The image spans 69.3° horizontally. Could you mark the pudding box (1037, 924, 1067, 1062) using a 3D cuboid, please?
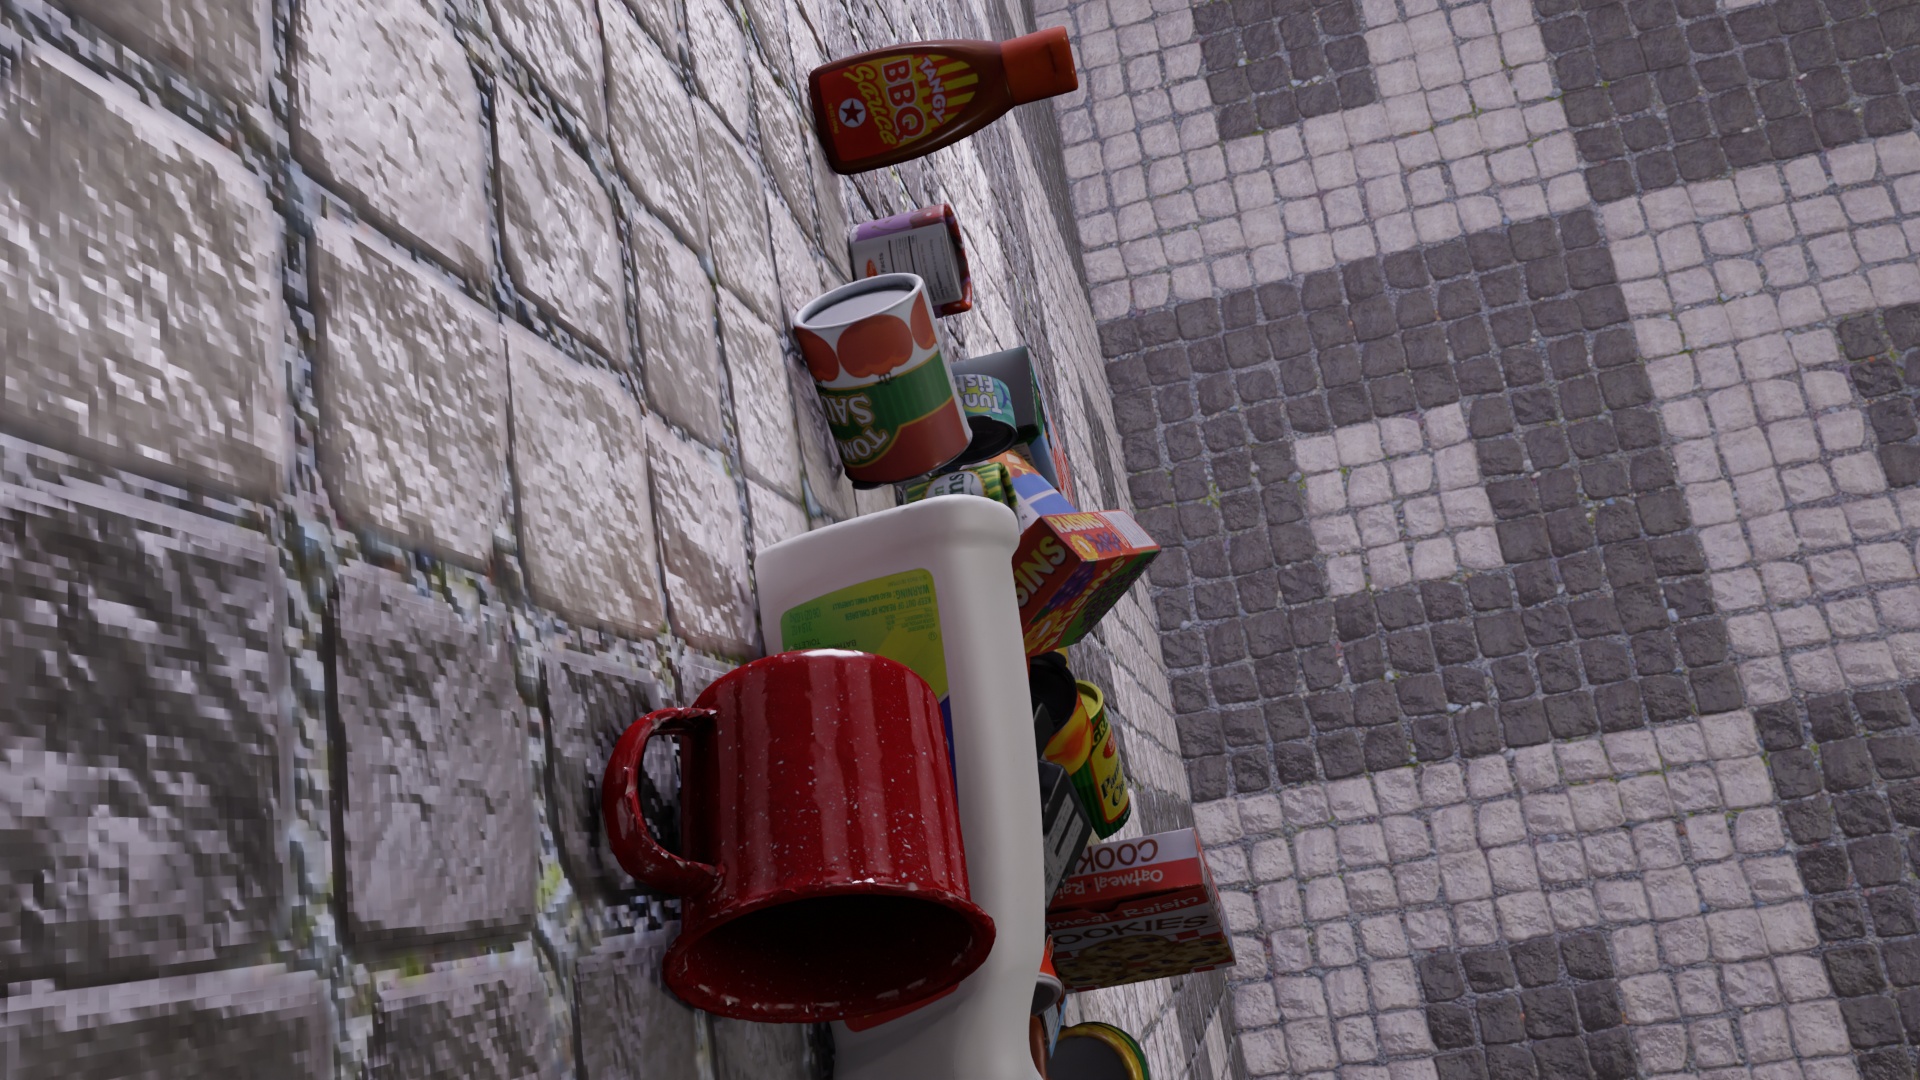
[{"bbox_3d":[0.037,0.254,0.778,0.084,0.030,0.049,-18,95,-79],"label":"pudding box"}]

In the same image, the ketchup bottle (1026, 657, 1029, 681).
[{"bbox_3d":[0.019,0.068,0.850,0.064,0.043,0.149,63,15,-19],"label":"ketchup bottle"}]

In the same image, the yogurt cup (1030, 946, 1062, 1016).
[{"bbox_3d":[0.006,0.182,0.615,0.072,0.072,0.054,63,10,-54],"label":"yogurt cup"}]

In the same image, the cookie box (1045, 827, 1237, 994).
[{"bbox_3d":[0.102,0.239,0.880,0.166,0.123,0.040,63,17,-53],"label":"cookie box"}]

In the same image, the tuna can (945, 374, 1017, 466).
[{"bbox_3d":[0.001,-0.075,0.855,0.071,0.071,0.033,51,27,-67],"label":"tuna can"}]

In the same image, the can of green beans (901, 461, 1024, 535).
[{"bbox_3d":[0.004,-0.009,0.823,0.071,0.058,0.071,-14,92,-79],"label":"can of green beans"}]

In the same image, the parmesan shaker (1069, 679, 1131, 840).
[{"bbox_3d":[0.084,0.162,1.022,0.071,0.071,0.102,-81,156,-63],"label":"parmesan shaker"}]

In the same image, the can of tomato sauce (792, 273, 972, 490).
[{"bbox_3d":[-0.039,-0.077,0.670,0.071,0.071,0.082,-82,157,-61],"label":"can of tomato sauce"}]

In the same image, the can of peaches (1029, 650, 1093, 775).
[{"bbox_3d":[0.050,0.114,0.894,0.057,0.071,0.071,66,16,-50],"label":"can of peaches"}]

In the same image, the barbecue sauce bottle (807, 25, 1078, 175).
[{"bbox_3d":[-0.009,-0.257,0.794,0.044,0.148,0.064,-59,136,-76],"label":"barbecue sauce bottle"}]

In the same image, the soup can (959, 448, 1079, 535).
[{"bbox_3d":[0.039,-0.010,0.895,0.084,0.071,0.071,48,-8,33],"label":"soup can"}]

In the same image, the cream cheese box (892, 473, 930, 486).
[{"bbox_3d":[-0.041,-0.085,0.769,0.053,0.024,0.104,37,42,-73],"label":"cream cheese box"}]

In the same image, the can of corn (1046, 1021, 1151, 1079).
[{"bbox_3d":[0.072,0.313,0.804,0.058,0.071,0.071,50,30,-68],"label":"can of corn"}]

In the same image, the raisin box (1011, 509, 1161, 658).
[{"bbox_3d":[0.058,0.025,0.810,0.040,0.086,0.123,47,22,18],"label":"raisin box"}]

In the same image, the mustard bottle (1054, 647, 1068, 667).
[{"bbox_3d":[0.051,0.091,0.981,0.161,0.049,0.065,-91,164,-44],"label":"mustard bottle"}]

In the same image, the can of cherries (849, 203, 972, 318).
[{"bbox_3d":[-0.028,-0.164,0.831,0.071,0.058,0.071,-14,92,-79],"label":"can of cherries"}]

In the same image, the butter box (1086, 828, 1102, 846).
[{"bbox_3d":[0.057,0.191,0.888,0.103,0.053,0.024,61,22,-54],"label":"butter box"}]

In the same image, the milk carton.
[{"bbox_3d":[0.037,-0.048,0.998,0.189,0.073,0.073,63,18,-54],"label":"milk carton"}]
